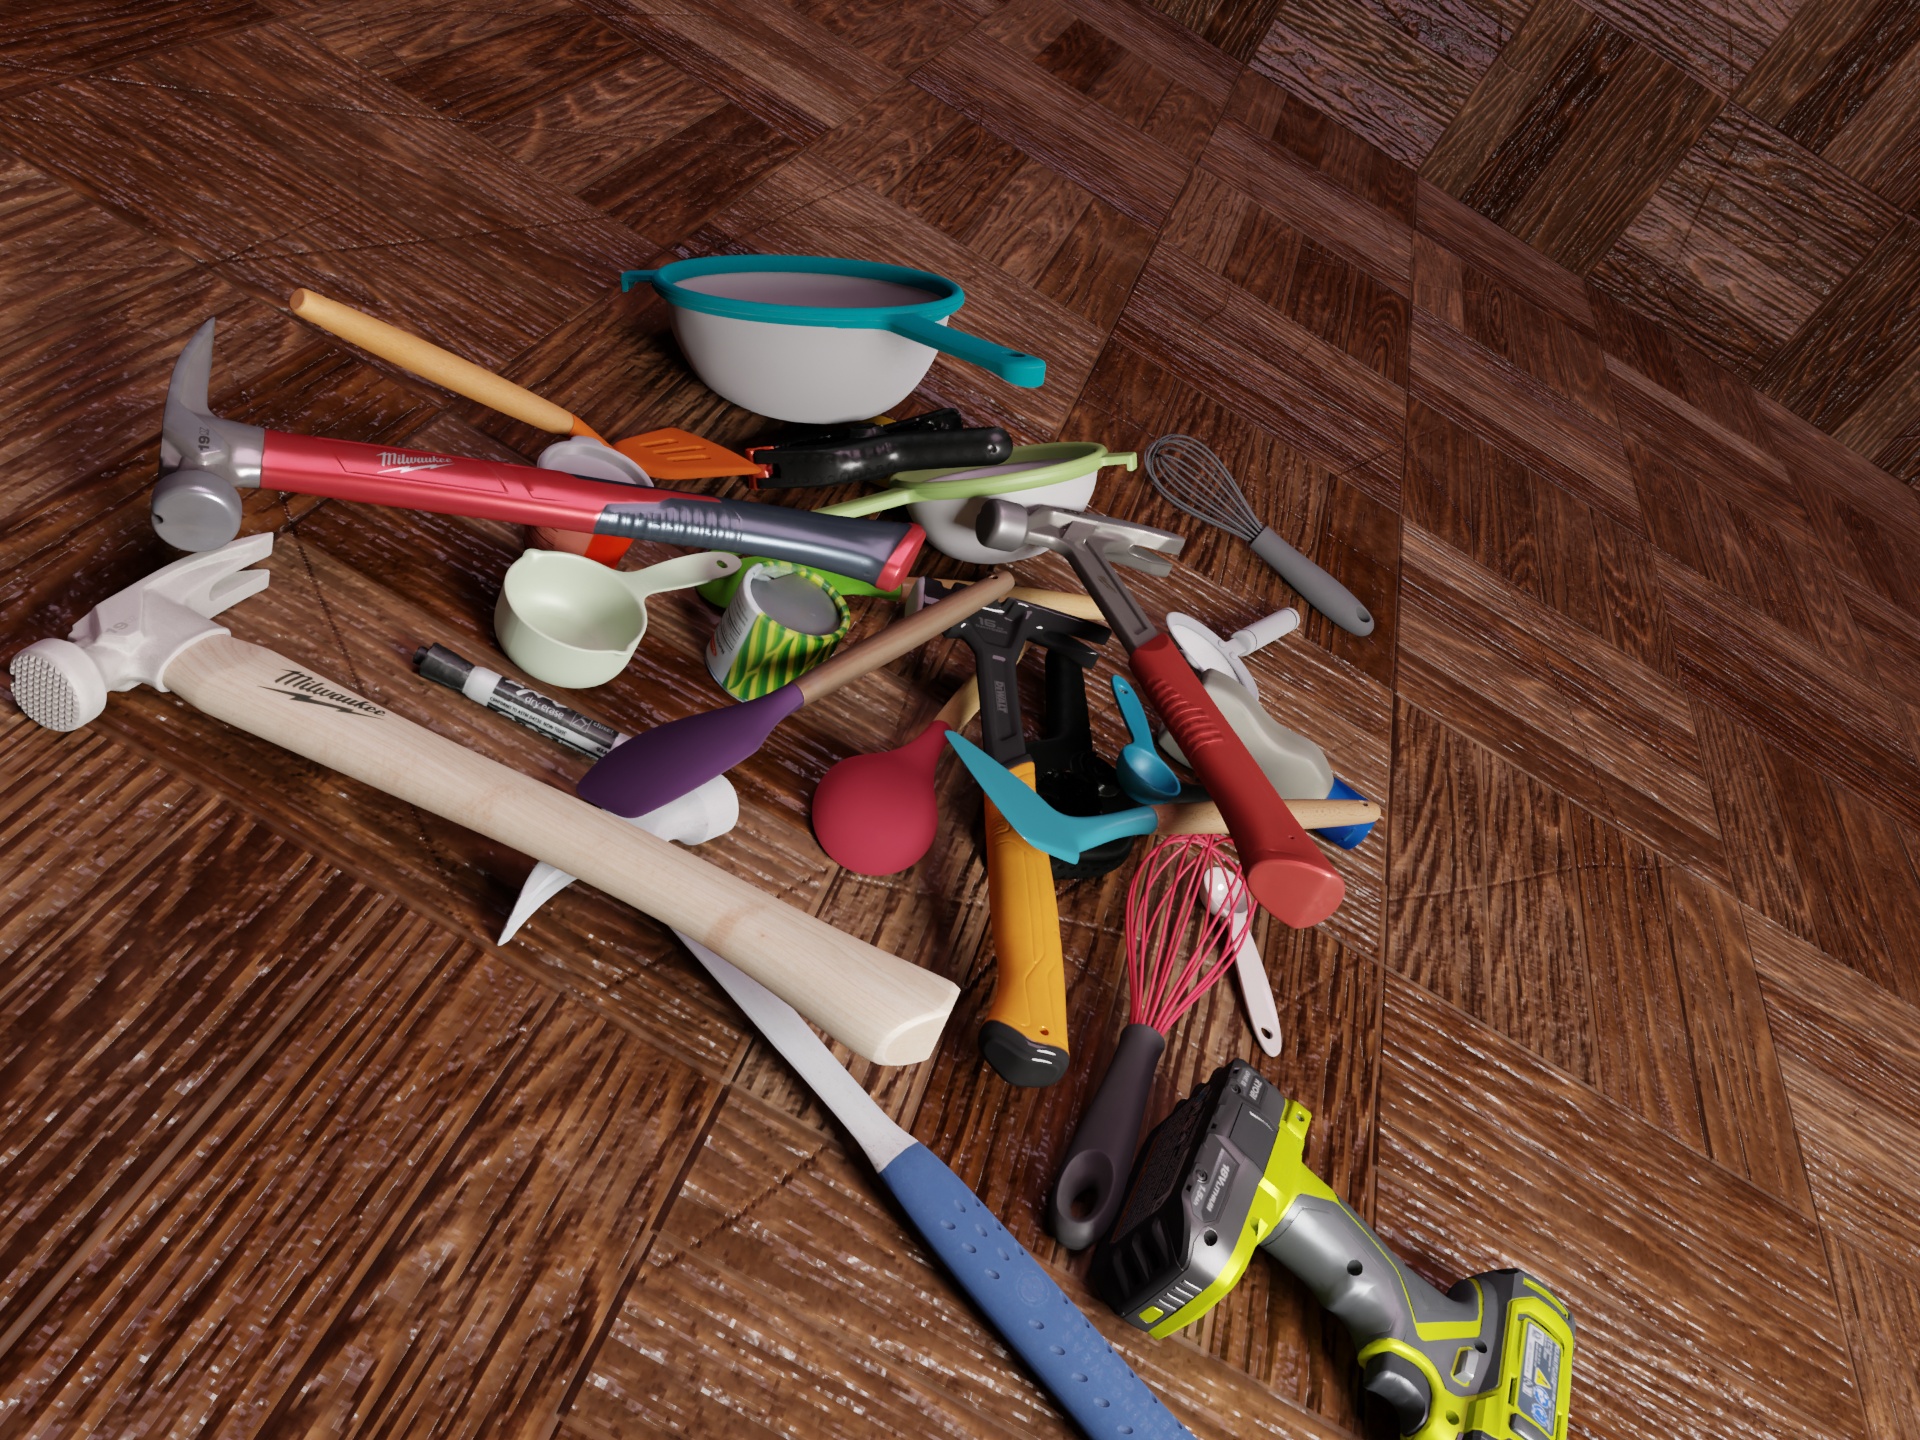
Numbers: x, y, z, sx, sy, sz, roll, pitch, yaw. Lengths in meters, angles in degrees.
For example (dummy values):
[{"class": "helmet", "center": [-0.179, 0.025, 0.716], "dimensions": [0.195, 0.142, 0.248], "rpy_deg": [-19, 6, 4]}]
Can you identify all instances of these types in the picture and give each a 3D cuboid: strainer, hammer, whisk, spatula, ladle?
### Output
[{"class": "strainer", "center": [-0.015, -0.128, 1.057], "dimensions": [0.256, 0.069, 0.152], "rpy_deg": [-19, 19, -27]}, {"class": "hammer", "center": [-0.203, -0.124, 0.835], "dimensions": [0.386, 0.038, 0.143], "rpy_deg": [6, 45, -25]}, {"class": "hammer", "center": [0.128, -0.018, 0.905], "dimensions": [0.149, 0.036, 0.359], "rpy_deg": [8, 33, -27]}, {"class": "whisk", "center": [0.247, -0.152, 1.309], "dimensions": [0.239, 0.055, 0.055], "rpy_deg": [41, 36, 4]}, {"class": "hammer", "center": [-0.038, 0.186, 0.693], "dimensions": [0.406, 0.035, 0.144], "rpy_deg": [45, 37, 16]}, {"class": "hammer", "center": [-0.188, 0.035, 0.698], "dimensions": [0.410, 0.038, 0.146], "rpy_deg": [25, 33, 5]}, {"class": "strainer", "center": [-0.065, -0.233, 1.051], "dimensions": [0.211, 0.095, 0.341], "rpy_deg": [-15, 32, -36]}, {"class": "strainer", "center": [0.203, -0.053, 1.161], "dimensions": [0.087, 0.050, 0.258], "rpy_deg": [49, 32, 11]}, {"class": "spatula", "center": [0.127, 0.046, 0.862], "dimensions": [0.317, 0.044, 0.082], "rpy_deg": [1, 38, -37]}, {"class": "hammer", "center": [0.035, 0.049, 0.861], "dimensions": [0.127, 0.034, 0.337], "rpy_deg": [14, 42, -16]}, {"class": "ladle", "center": [-0.002, -0.003, 0.955], "dimensions": [0.069, 0.031, 0.315], "rpy_deg": [38, 34, 2]}, {"class": "whisk", "center": [0.099, 0.152, 0.825], "dimensions": [0.073, 0.073, 0.296], "rpy_deg": [33, 41, -1]}, {"class": "spatula", "center": [-0.073, -0.024, 0.848], "dimensions": [0.060, 0.018, 0.316], "rpy_deg": [23, 37, 33]}, {"class": "spatula", "center": [-0.237, -0.184, 0.899], "dimensions": [0.081, 0.041, 0.322], "rpy_deg": [29, 5, 29]}]

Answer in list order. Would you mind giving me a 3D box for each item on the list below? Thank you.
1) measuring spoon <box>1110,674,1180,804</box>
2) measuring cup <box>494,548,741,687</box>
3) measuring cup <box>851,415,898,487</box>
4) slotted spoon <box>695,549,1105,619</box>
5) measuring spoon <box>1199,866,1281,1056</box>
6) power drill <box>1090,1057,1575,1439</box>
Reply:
[{"class": "measuring spoon", "center": [0.102, 0.012, 0.965], "dimensions": [0.042, 0.021, 0.129], "rpy_deg": [27, 26, -20]}, {"class": "measuring cup", "center": [-0.183, -0.062, 0.874], "dimensions": [0.083, 0.038, 0.167], "rpy_deg": [44, 35, 15]}, {"class": "measuring cup", "center": [-0.018, -0.200, 1.167], "dimensions": [0.156, 0.029, 0.062], "rpy_deg": [-9, 53, -40]}, {"class": "slotted spoon", "center": [-0.020, -0.084, 1.018], "dimensions": [0.313, 0.031, 0.070], "rpy_deg": [3, 41, -33]}, {"class": "measuring spoon", "center": [0.162, 0.141, 0.925], "dimensions": [0.034, 0.018, 0.124], "rpy_deg": [14, 47, -28]}, {"class": "power drill", "center": [0.178, 0.276, 0.723], "dimensions": [0.223, 0.080, 0.171], "rpy_deg": [39, 35, 2]}]
